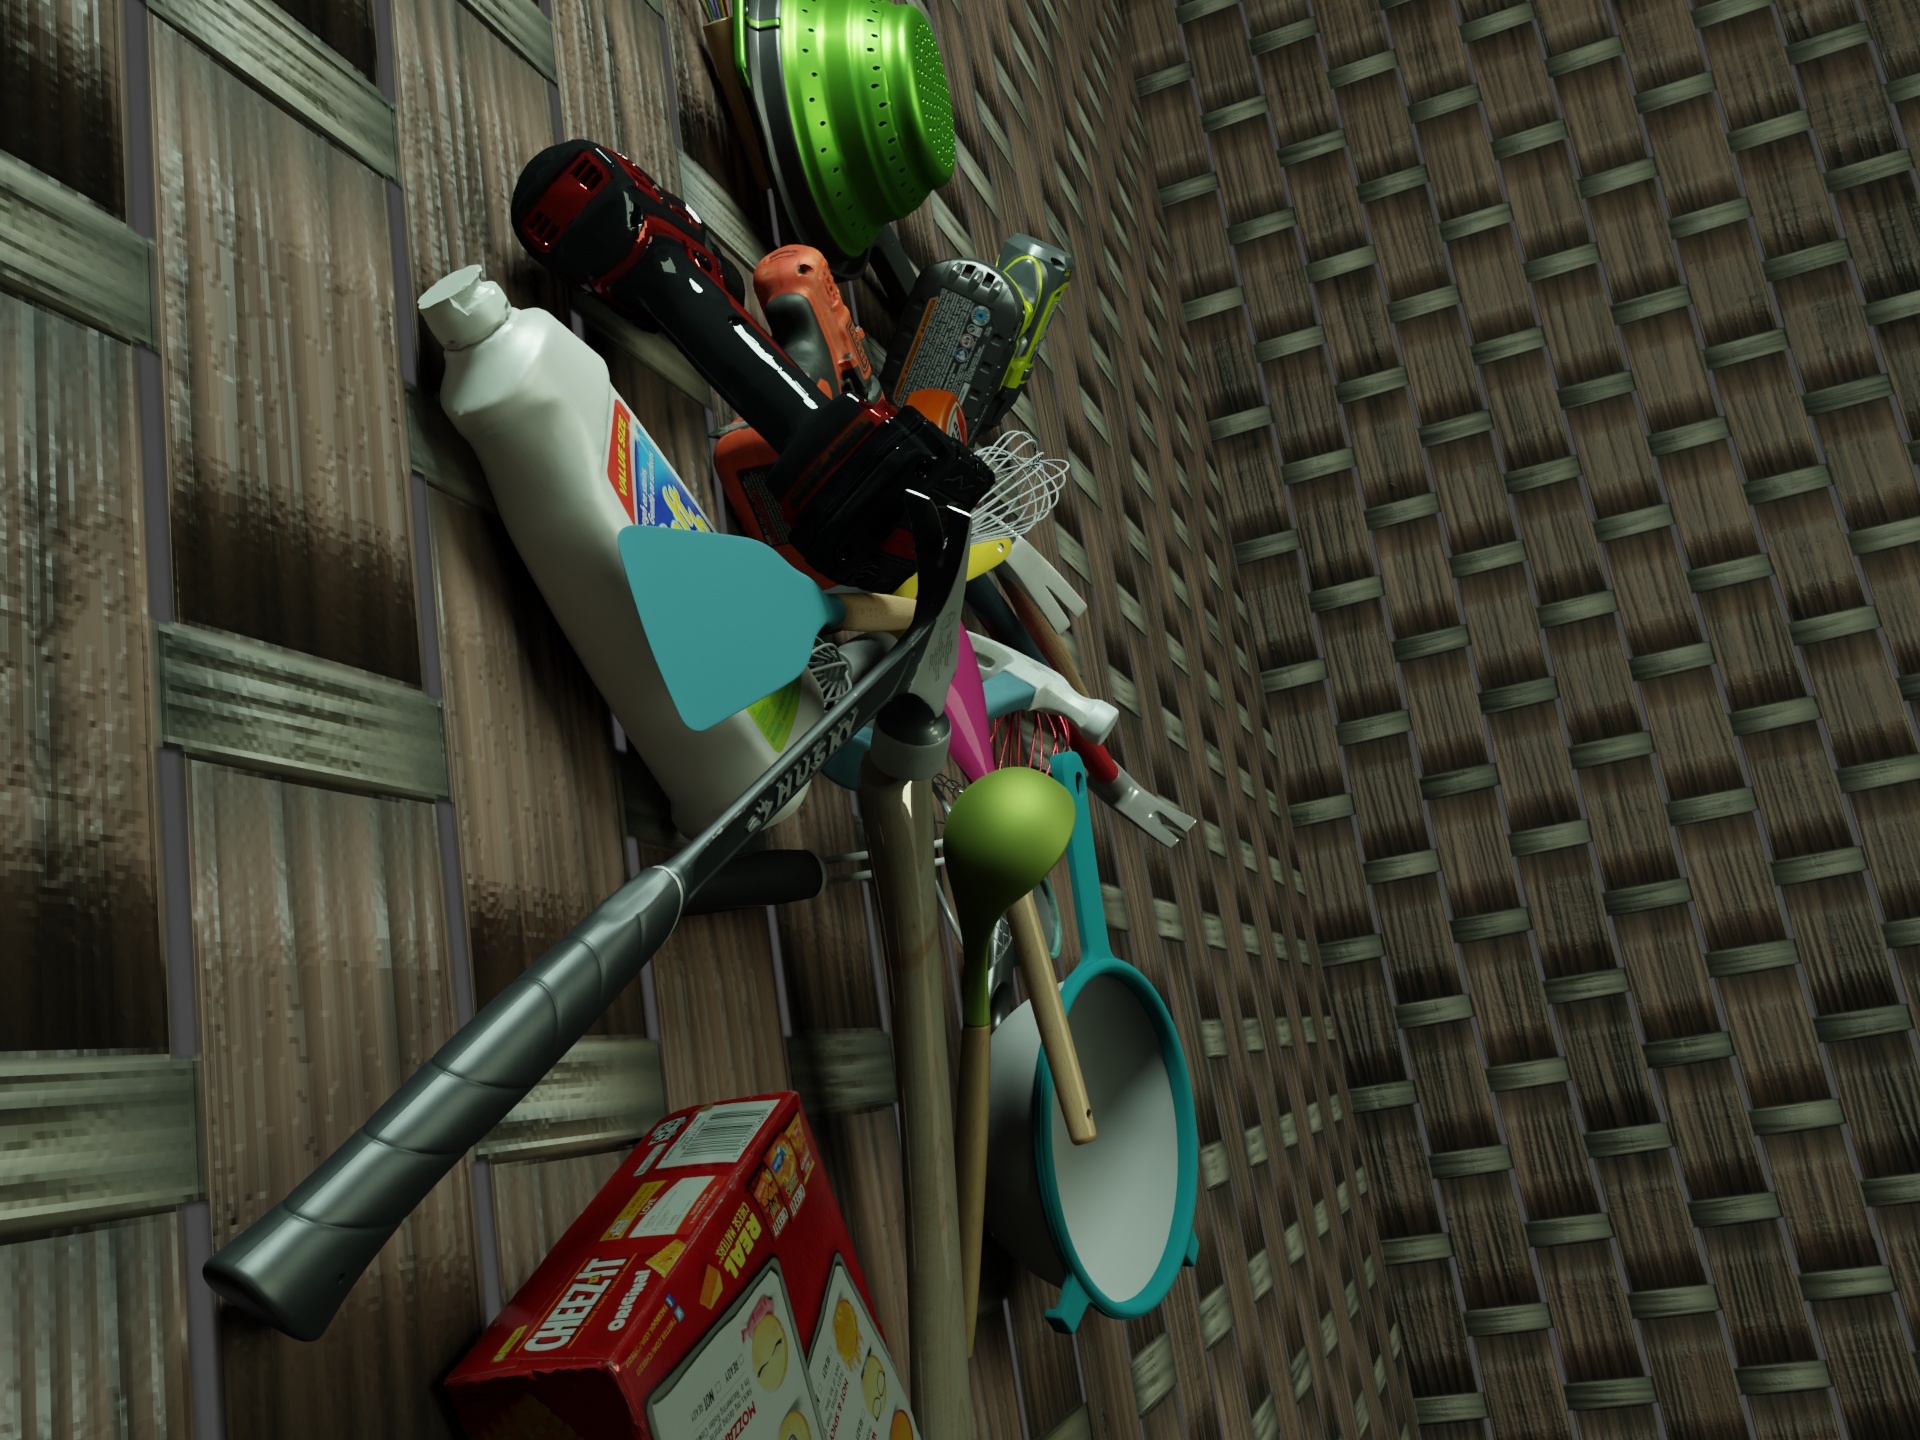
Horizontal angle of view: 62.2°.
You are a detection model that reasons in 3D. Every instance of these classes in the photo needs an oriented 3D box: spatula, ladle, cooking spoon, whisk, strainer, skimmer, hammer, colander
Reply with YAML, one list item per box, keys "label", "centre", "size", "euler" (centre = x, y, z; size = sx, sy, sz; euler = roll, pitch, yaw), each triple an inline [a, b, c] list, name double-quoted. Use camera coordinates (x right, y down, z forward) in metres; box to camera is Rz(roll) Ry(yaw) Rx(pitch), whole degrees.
- label: "spatula"
  centre: [-0.064, -0.048, 0.740]
  size: [0.317, 0.044, 0.082]
  euler: [-14, 83, -78]
- label: "ladle"
  centre: [0.018, 0.183, 0.839]
  size: [0.062, 0.078, 0.320]
  euler: [-3, 100, -33]
- label: "cooking spoon"
  centre: [0.026, 0.076, 0.884]
  size: [0.068, 0.017, 0.319]
  euler: [8, 63, -58]
- label: "whisk"
  centre: [-0.012, -0.118, 1.010]
  size: [0.285, 0.070, 0.070]
  euler: [-42, 119, -48]
- label: "strainer"
  centre: [0.056, 0.193, 0.990]
  size: [0.211, 0.095, 0.340]
  euler: [8, 72, -59]
- label: "whisk"
  centre: [-0.150, -0.442, 0.951]
  size: [0.051, 0.047, 0.244]
  euler: [-72, 147, -61]
- label: "whisk"
  centre: [-0.068, -0.030, 0.888]
  size: [0.239, 0.055, 0.055]
  euler: [-37, 112, -76]
- label: "skimmer"
  centre: [-0.066, 0.087, 0.832]
  size: [0.363, 0.090, 0.127]
  euler: [1, 65, -61]
- label: "whisk"
  centre: [0.033, 0.090, 1.097]
  size: [0.073, 0.073, 0.296]
  euler: [58, 32, -45]
- label: "hammer"
  centre: [0.068, -0.069, 1.293]
  size: [0.130, 0.031, 0.331]
  euler: [41, -7, 28]
- label: "hammer"
  centre: [-0.002, -0.003, 0.985]
  size: [0.033, 0.128, 0.331]
  euler: [-63, 166, 18]
- label: "hammer"
  centre: [0.063, -0.036, 1.214]
  size: [0.143, 0.038, 0.385]
  euler: [37, -10, 44]
- label: "colander"
  centre: [-0.038, -0.368, 1.095]
  size: [0.396, 0.094, 0.205]
  euler: [48, 37, -67]
- label: "hammer"
  centre: [-0.013, 0.218, 0.783]
  size: [0.146, 0.038, 0.410]
  euler: [-3, 89, -74]
- label: "hammer"
  centre: [-0.096, 0.052, 0.562]
  size: [0.409, 0.036, 0.149]
  euler: [-48, 156, -49]

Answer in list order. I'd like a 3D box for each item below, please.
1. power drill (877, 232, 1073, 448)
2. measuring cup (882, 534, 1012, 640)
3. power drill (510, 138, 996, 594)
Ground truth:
- label: "power drill"
  centre: [0.013, -0.272, 1.190]
  size: [0.171, 0.080, 0.223]
  euler: [-66, 174, 22]
- label: "measuring cup"
  centre: [-0.002, -0.098, 1.070]
  size: [0.156, 0.029, 0.062]
  euler: [-33, 111, -45]
- label: "power drill"
  centre: [-0.092, -0.164, 0.747]
  size: [0.227, 0.080, 0.188]
  euler: [45, 9, 8]
